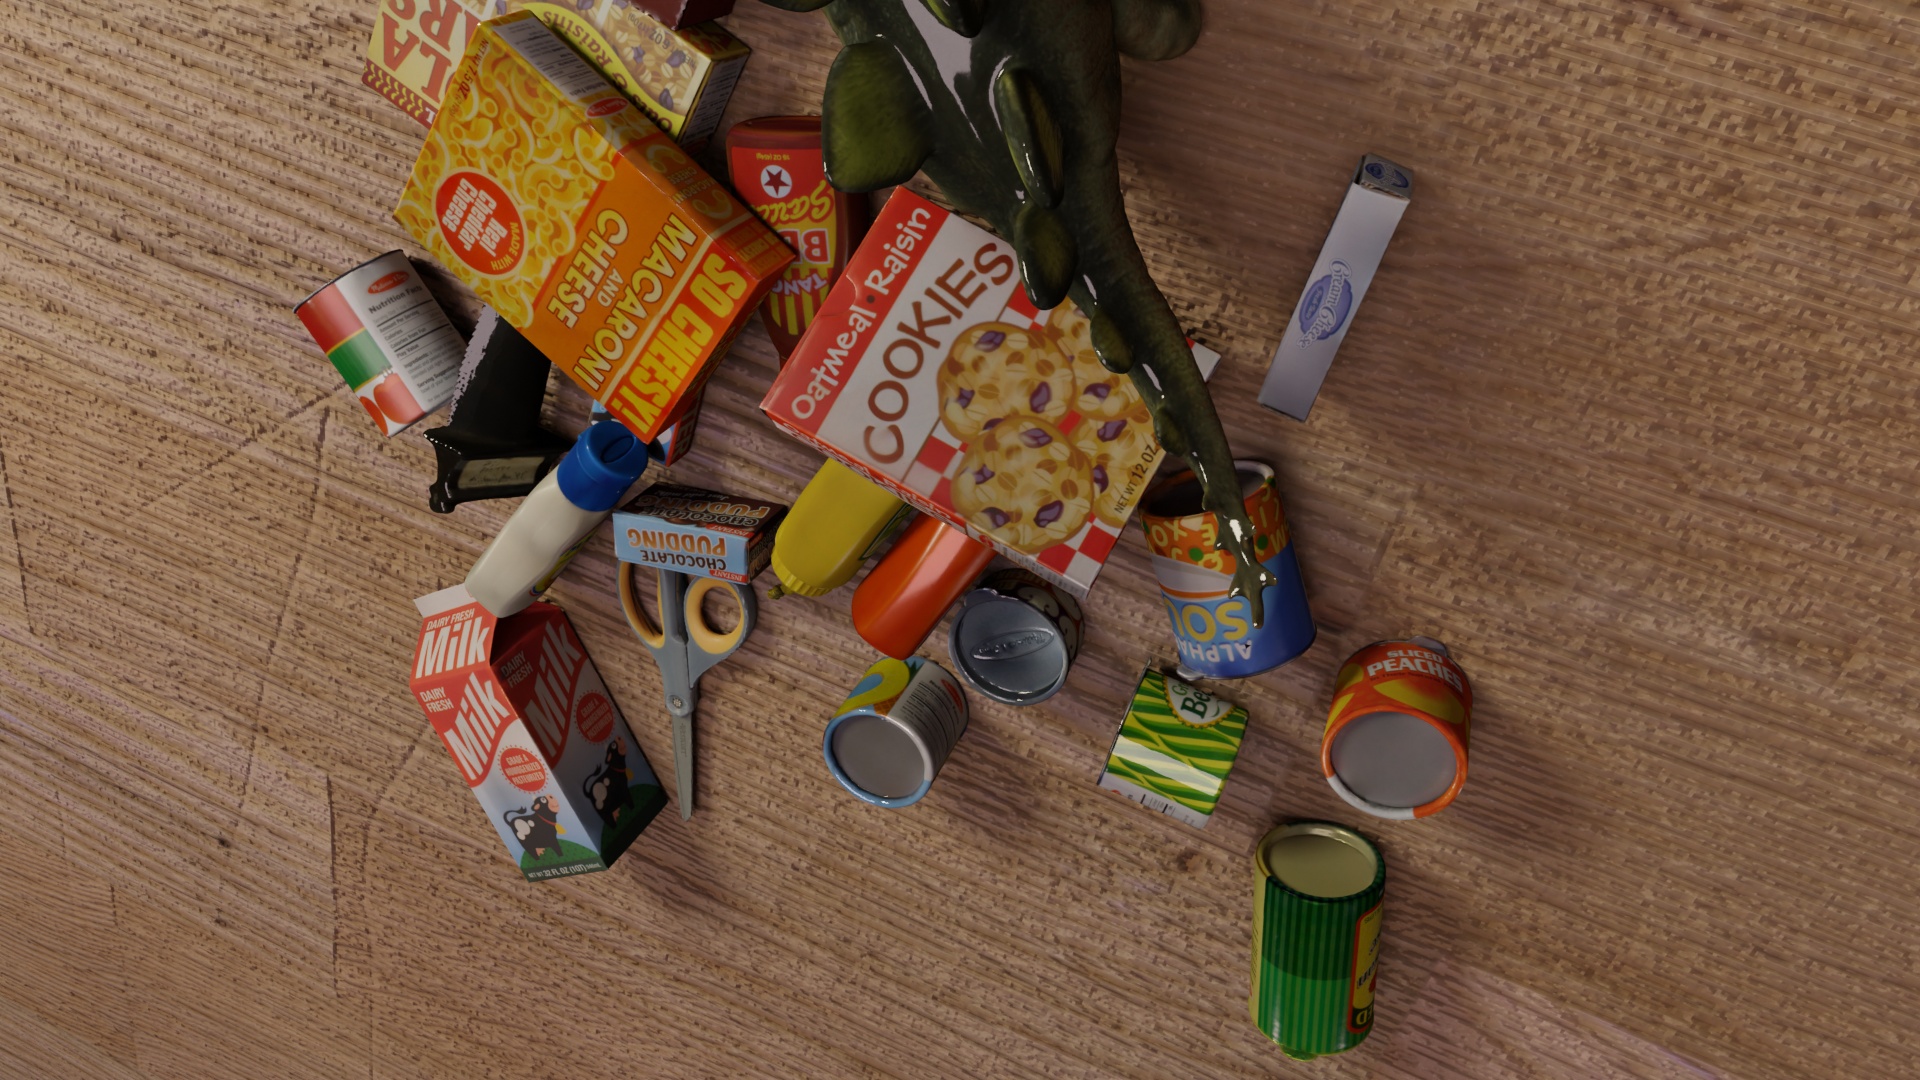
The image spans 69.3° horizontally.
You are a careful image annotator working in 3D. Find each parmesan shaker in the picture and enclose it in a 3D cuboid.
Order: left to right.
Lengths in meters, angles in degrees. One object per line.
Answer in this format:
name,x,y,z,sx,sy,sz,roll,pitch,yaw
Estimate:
parmesan shaker,0.185,0.209,0.725,0.071,0.072,0.102,6,118,19

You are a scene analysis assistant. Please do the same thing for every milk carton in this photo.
milk carton,-0.267,0.110,0.858,0.072,0.074,0.190,-16,109,28

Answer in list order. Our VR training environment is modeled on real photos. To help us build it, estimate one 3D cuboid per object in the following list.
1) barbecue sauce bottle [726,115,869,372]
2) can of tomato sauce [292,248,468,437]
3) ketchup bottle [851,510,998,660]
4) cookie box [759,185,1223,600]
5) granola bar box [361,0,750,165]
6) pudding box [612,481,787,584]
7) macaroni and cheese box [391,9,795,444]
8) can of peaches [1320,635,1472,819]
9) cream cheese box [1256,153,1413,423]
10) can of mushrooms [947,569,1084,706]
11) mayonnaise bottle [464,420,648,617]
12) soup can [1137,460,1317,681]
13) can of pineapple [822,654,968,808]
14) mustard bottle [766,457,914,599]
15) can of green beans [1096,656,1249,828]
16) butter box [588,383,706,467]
barbecue sauce bottle,-0.074,-0.127,0.673,0.065,0.044,0.147,7,119,19
can of tomato sauce,-0.314,-0.108,0.768,0.071,0.071,0.083,-24,106,30
ketchup bottle,0.002,-0.009,0.695,0.043,0.065,0.148,34,116,-13
cookie box,0.014,-0.068,0.629,0.167,0.040,0.123,29,82,6
granola bar box,-0.200,-0.230,0.673,0.165,0.039,0.123,36,124,1
pudding box,-0.142,-0.004,0.761,0.084,0.050,0.030,11,118,17
macaroni and cheese box,-0.175,-0.145,0.659,0.166,0.040,0.123,42,127,-3
can of peaches,0.209,0.088,0.661,0.071,0.058,0.071,10,120,18
cream cheese box,0.157,-0.106,0.583,0.024,0.053,0.103,23,122,7
can of mushrooms,0.029,0.048,0.729,0.071,0.034,0.070,10,120,18
mayonnaise bottle,-0.222,-0.013,0.772,0.041,0.065,0.147,46,131,-7
soup can,0.122,0.014,0.650,0.071,0.072,0.083,-9,111,26
can of pineapple,-0.037,0.106,0.771,0.071,0.058,0.070,10,119,18
mustard bottle,-0.058,-0.014,0.716,0.049,0.065,0.159,43,129,1
can of green beans,0.108,0.105,0.706,0.058,0.071,0.071,22,122,9
butter box,-0.161,-0.094,0.737,0.053,0.024,0.103,28,123,7
